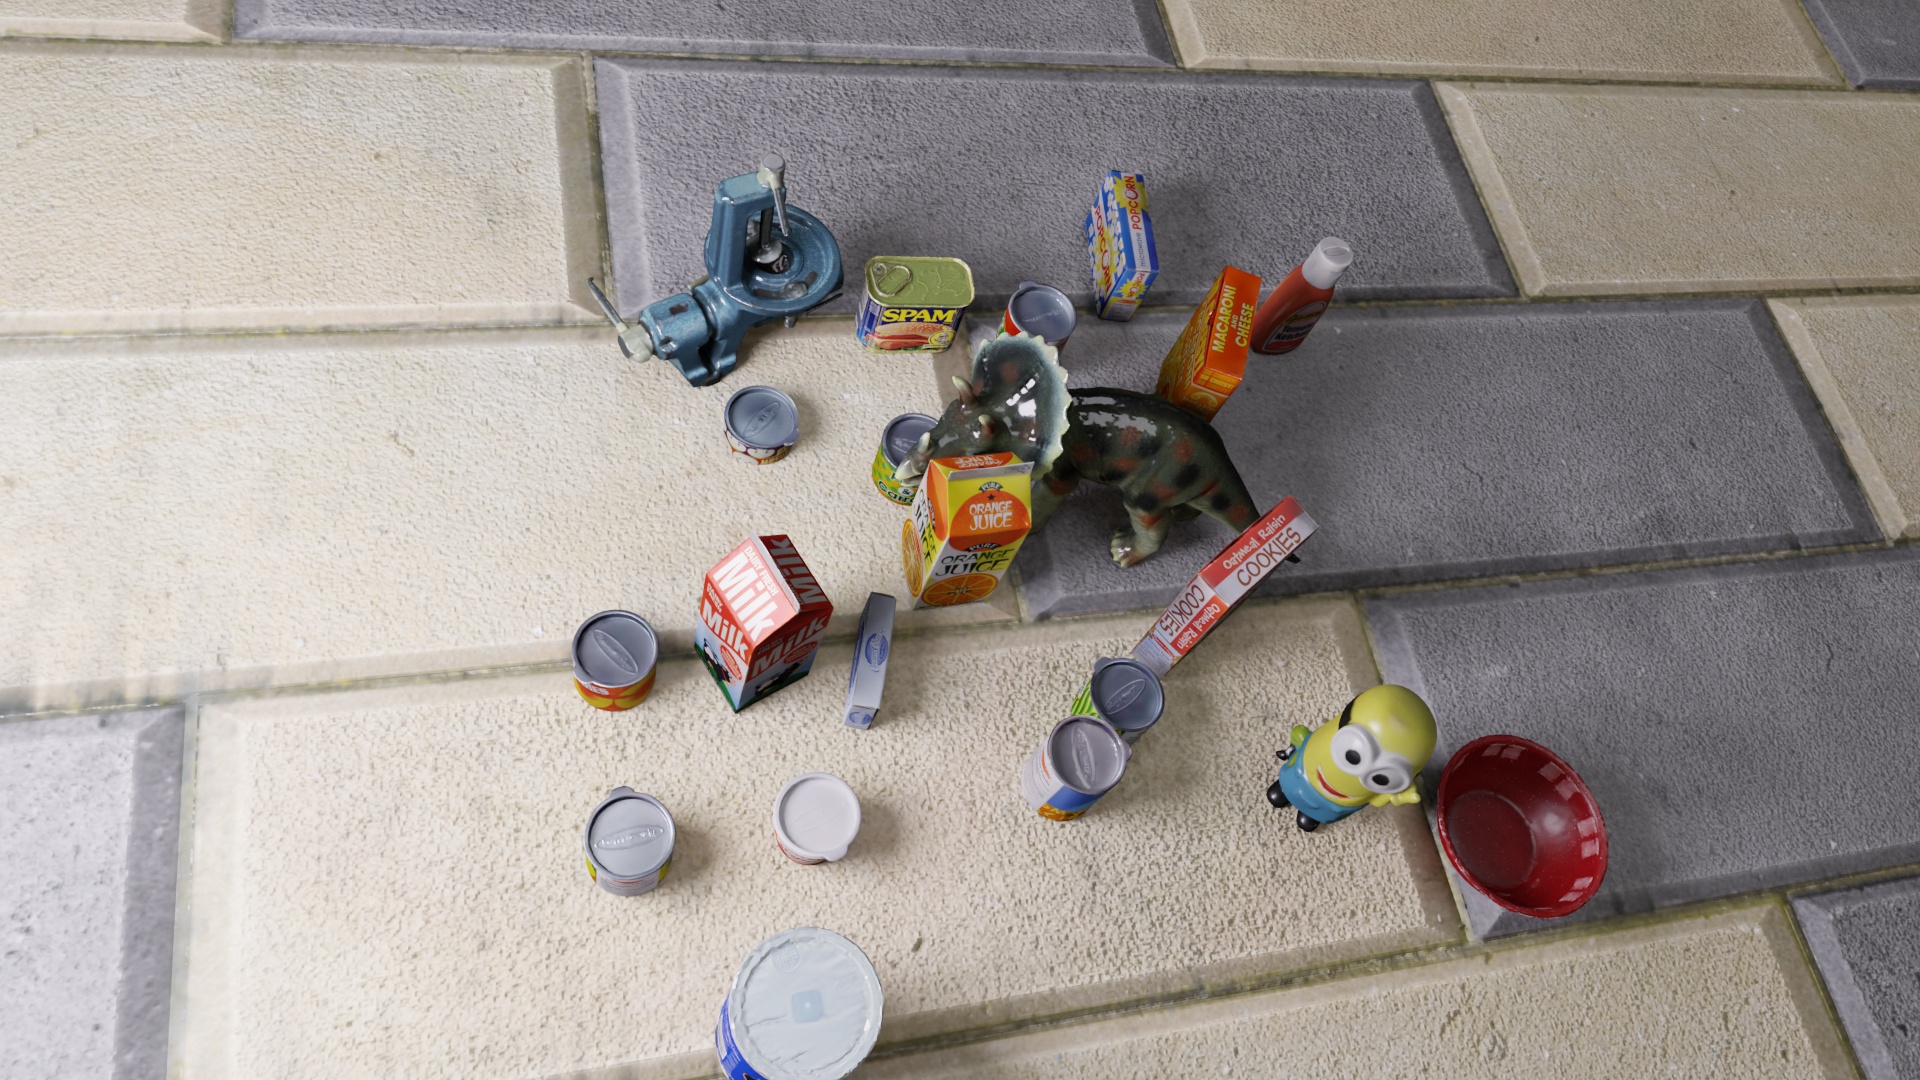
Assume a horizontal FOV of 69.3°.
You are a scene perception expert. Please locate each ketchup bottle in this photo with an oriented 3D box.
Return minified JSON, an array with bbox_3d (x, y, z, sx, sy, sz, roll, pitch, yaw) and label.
[{"bbox_3d":[0.342,-0.244,1.390,0.065,0.148,0.043,-11,67,-19],"label":"ketchup bottle"}]

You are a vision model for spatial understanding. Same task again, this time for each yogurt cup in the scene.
[{"bbox_3d":[-0.115,0.220,1.084,0.072,0.053,0.073,6,62,-11],"label":"yogurt cup"}]

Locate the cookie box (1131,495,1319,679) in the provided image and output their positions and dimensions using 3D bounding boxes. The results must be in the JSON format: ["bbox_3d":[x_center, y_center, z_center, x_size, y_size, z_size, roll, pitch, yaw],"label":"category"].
[{"bbox_3d":[0.225,0.043,1.199,0.123,0.166,0.040,-37,77,-27],"label":"cookie box"}]

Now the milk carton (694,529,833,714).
[{"bbox_3d":[-0.154,0.060,1.079,0.074,0.189,0.072,-27,73,-25],"label":"milk carton"}]

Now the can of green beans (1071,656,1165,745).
[{"bbox_3d":[0.134,0.141,1.187,0.071,0.057,0.071,6,62,-11],"label":"can of green beans"}]

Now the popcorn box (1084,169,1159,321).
[{"bbox_3d":[0.162,-0.298,1.408,0.038,0.084,0.127,2,63,-13],"label":"popcorn box"}]

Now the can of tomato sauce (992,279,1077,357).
[{"bbox_3d":[0.067,-0.197,1.332,0.071,0.082,0.071,6,62,-11],"label":"can of tomato sauce"}]

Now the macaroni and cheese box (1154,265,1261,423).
[{"bbox_3d":[0.223,-0.159,1.304,0.040,0.165,0.124,19,60,-4],"label":"macaroni and cheese box"}]

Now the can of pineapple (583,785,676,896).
[{"bbox_3d":[-0.248,0.227,1.044,0.071,0.057,0.071,6,62,-11],"label":"can of pineapple"}]

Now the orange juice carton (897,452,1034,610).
[{"bbox_3d":[0.004,-0.015,1.157,0.072,0.191,0.073,-6,65,-17],"label":"orange juice carton"}]

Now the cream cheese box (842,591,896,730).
[{"bbox_3d":[-0.076,0.101,1.157,0.024,0.053,0.104,12,61,-8],"label":"cream cheese box"}]

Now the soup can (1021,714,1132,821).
[{"bbox_3d":[0.094,0.187,1.138,0.071,0.083,0.071,6,62,-11],"label":"soup can"}]

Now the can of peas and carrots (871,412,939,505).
[{"bbox_3d":[-0.044,-0.070,1.251,0.071,0.058,0.071,6,62,-11],"label":"can of peas and carrots"}]

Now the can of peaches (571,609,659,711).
[{"bbox_3d":[-0.276,0.098,1.104,0.071,0.057,0.071,6,62,-11],"label":"can of peaches"}]

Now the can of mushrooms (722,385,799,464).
[{"bbox_3d":[-0.178,-0.102,1.247,0.071,0.033,0.071,6,62,-11],"label":"can of mushrooms"}]
